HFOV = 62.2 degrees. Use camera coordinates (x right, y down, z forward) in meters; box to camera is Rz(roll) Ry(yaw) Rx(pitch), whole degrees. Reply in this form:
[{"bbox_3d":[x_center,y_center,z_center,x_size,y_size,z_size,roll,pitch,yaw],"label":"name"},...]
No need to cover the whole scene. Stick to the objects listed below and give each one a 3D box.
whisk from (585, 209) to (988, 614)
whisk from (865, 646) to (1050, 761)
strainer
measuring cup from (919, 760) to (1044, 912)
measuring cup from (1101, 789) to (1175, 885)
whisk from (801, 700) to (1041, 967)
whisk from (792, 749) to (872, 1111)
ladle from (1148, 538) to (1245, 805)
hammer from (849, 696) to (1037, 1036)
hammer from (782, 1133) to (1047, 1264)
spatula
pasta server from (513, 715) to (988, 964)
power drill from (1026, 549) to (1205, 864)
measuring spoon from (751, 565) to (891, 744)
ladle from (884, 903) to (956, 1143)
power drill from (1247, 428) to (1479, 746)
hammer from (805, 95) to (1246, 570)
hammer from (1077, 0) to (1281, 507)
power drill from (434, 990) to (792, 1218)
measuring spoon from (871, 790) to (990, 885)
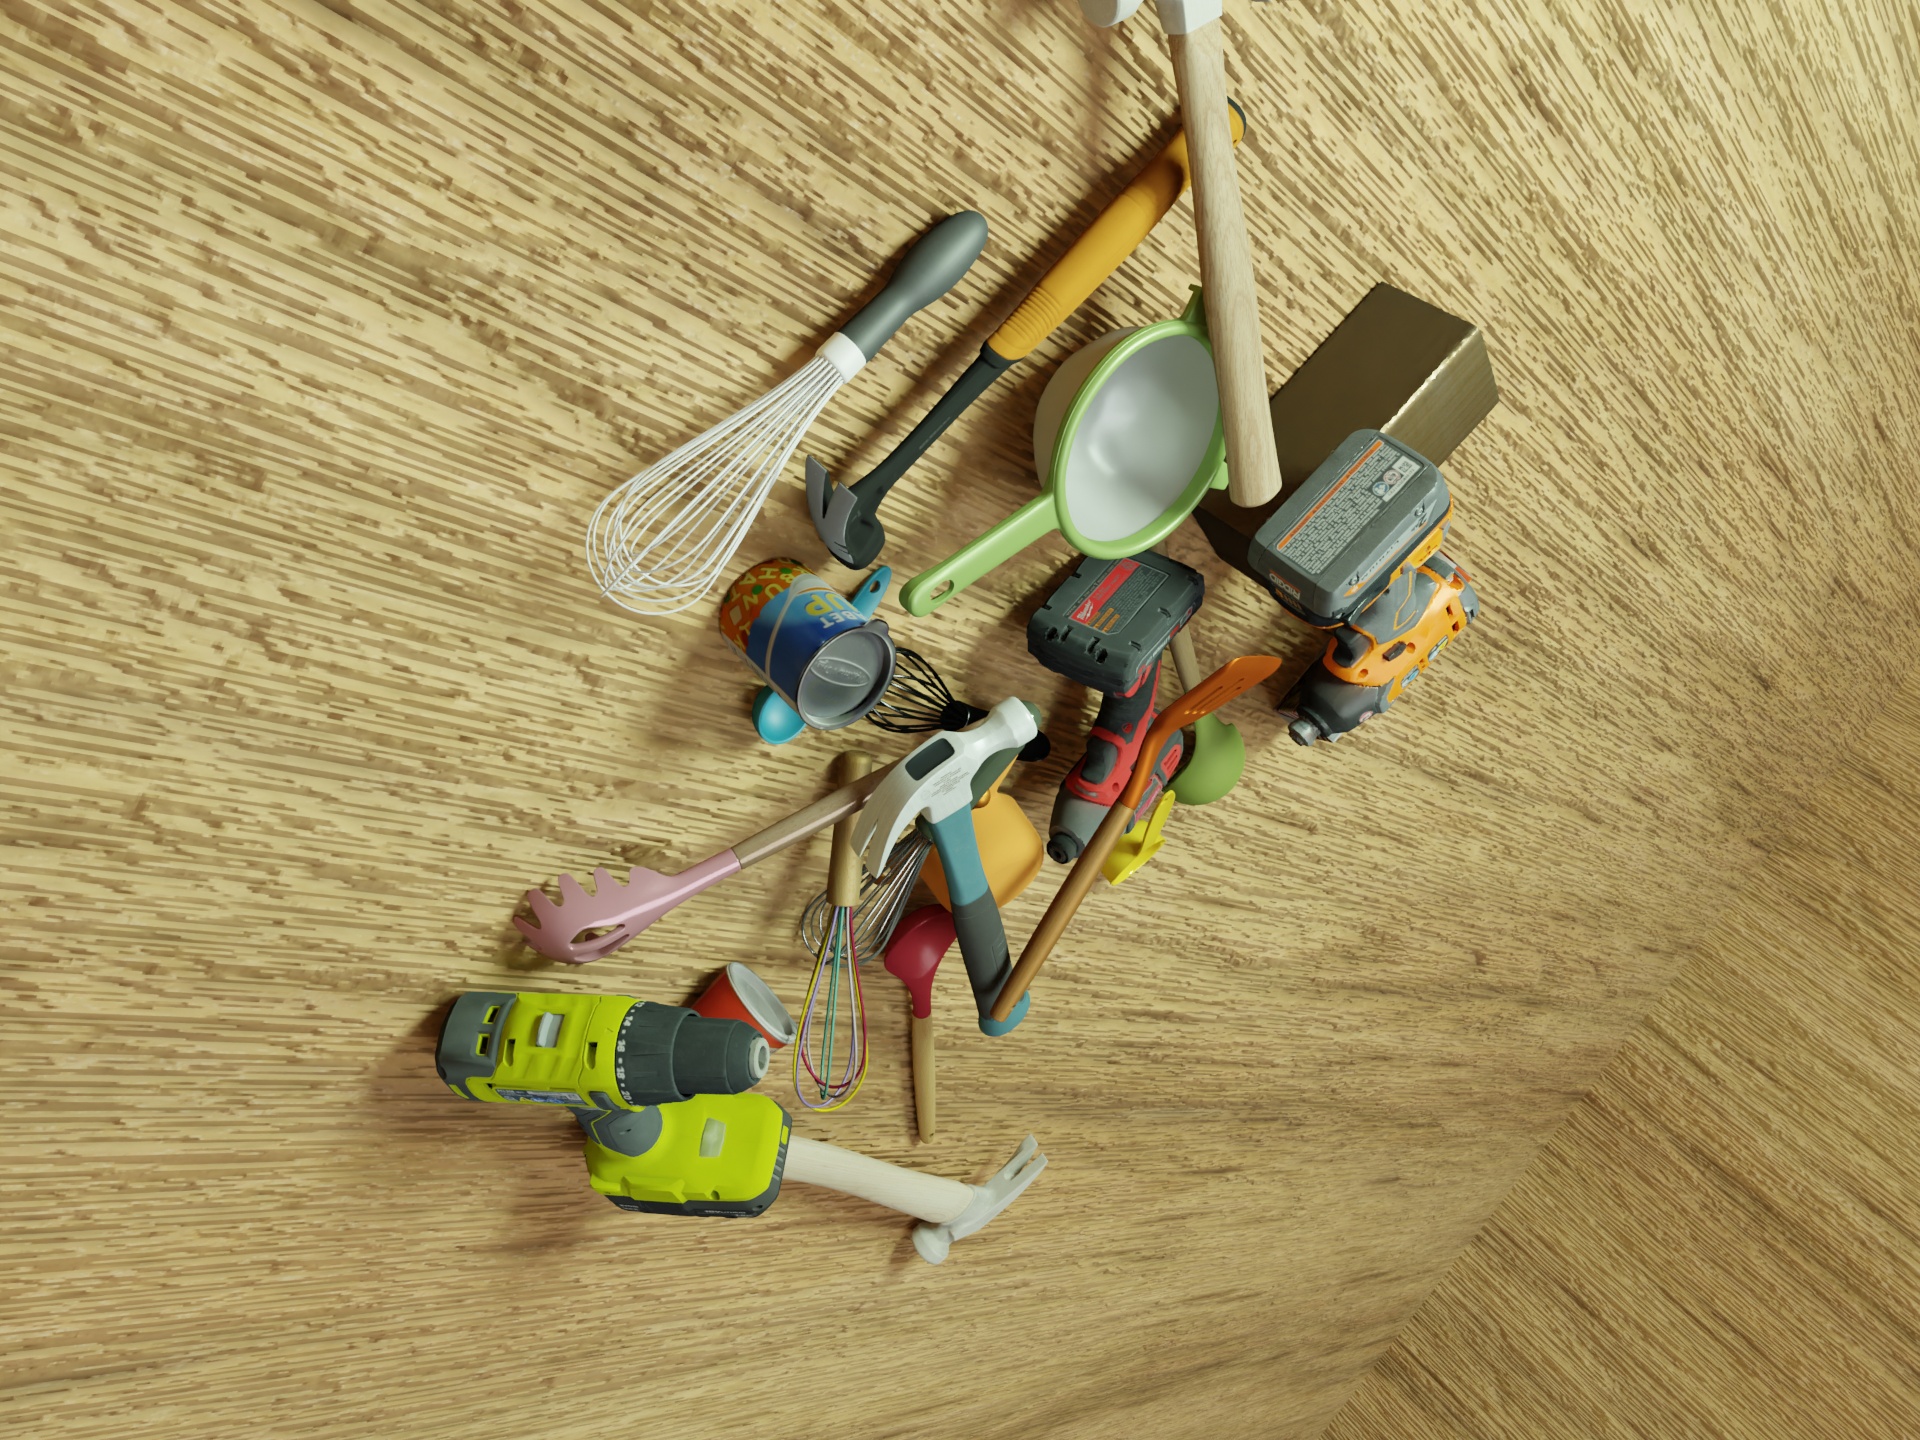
[{"bbox_3d":[-0.084,-0.164,0.819,0.284,0.070,0.070,-47,143,-11],"label":"whisk"},{"bbox_3d":[-0.001,-0.005,1.048,0.055,0.055,0.238,-55,147,9],"label":"whisk"},{"bbox_3d":[0.053,-0.148,0.948,0.256,0.069,0.151,-36,139,-17],"label":"strainer"},{"bbox_3d":[0.029,0.073,1.106,0.095,0.052,0.173,-16,147,-33],"label":"measuring cup"},{"bbox_3d":[0.139,0.082,1.236,0.062,0.029,0.156,-35,161,-21],"label":"measuring cup"},{"bbox_3d":[-0.026,0.079,1.063,0.246,0.059,0.058,-51,-172,21],"label":"whisk"},{"bbox_3d":[-0.077,0.140,1.046,0.051,0.047,0.245,-64,160,-81],"label":"whisk"},{"bbox_3d":[0.157,-0.049,1.176,0.078,0.062,0.319,-42,136,-19],"label":"ladle"},{"bbox_3d":[0.009,0.121,1.072,0.128,0.033,0.330,-30,142,-13],"label":"hammer"},{"bbox_3d":[-0.076,0.363,1.290,0.146,0.038,0.410,-43,142,8],"label":"hammer"},{"bbox_3d":[0.107,0.082,1.077,0.081,0.041,0.322,0,124,-58],"label":"spatula"},{"bbox_3d":[-0.116,0.067,0.971,0.316,0.040,0.060,-27,139,-17],"label":"pasta server"},{"bbox_3d":[0.104,-0.003,1.104,0.143,0.079,0.219,-47,150,-33],"label":"power drill"},{"bbox_3d":[-0.085,-0.043,0.957,0.128,0.021,0.042,-55,144,-7],"label":"measuring spoon"},{"bbox_3d":[-0.028,0.245,1.255,0.069,0.031,0.315,-23,138,-22],"label":"ladle"},{"bbox_3d":[0.267,-0.075,1.072,0.164,0.084,0.226,-46,148,-2],"label":"power drill"},{"bbox_3d":[0.040,-0.224,0.873,0.337,0.034,0.127,-48,173,-7],"label":"hammer"},{"bbox_3d":[0.147,-0.269,0.883,0.130,0.031,0.331,-36,130,-26],"label":"hammer"},{"bbox_3d":[-0.185,0.233,0.975,0.228,0.190,0.080,69,25,-54],"label":"power drill"},{"bbox_3d":[-0.023,0.080,1.092,0.117,0.021,0.011,-41,171,25],"label":"measuring spoon"}]
